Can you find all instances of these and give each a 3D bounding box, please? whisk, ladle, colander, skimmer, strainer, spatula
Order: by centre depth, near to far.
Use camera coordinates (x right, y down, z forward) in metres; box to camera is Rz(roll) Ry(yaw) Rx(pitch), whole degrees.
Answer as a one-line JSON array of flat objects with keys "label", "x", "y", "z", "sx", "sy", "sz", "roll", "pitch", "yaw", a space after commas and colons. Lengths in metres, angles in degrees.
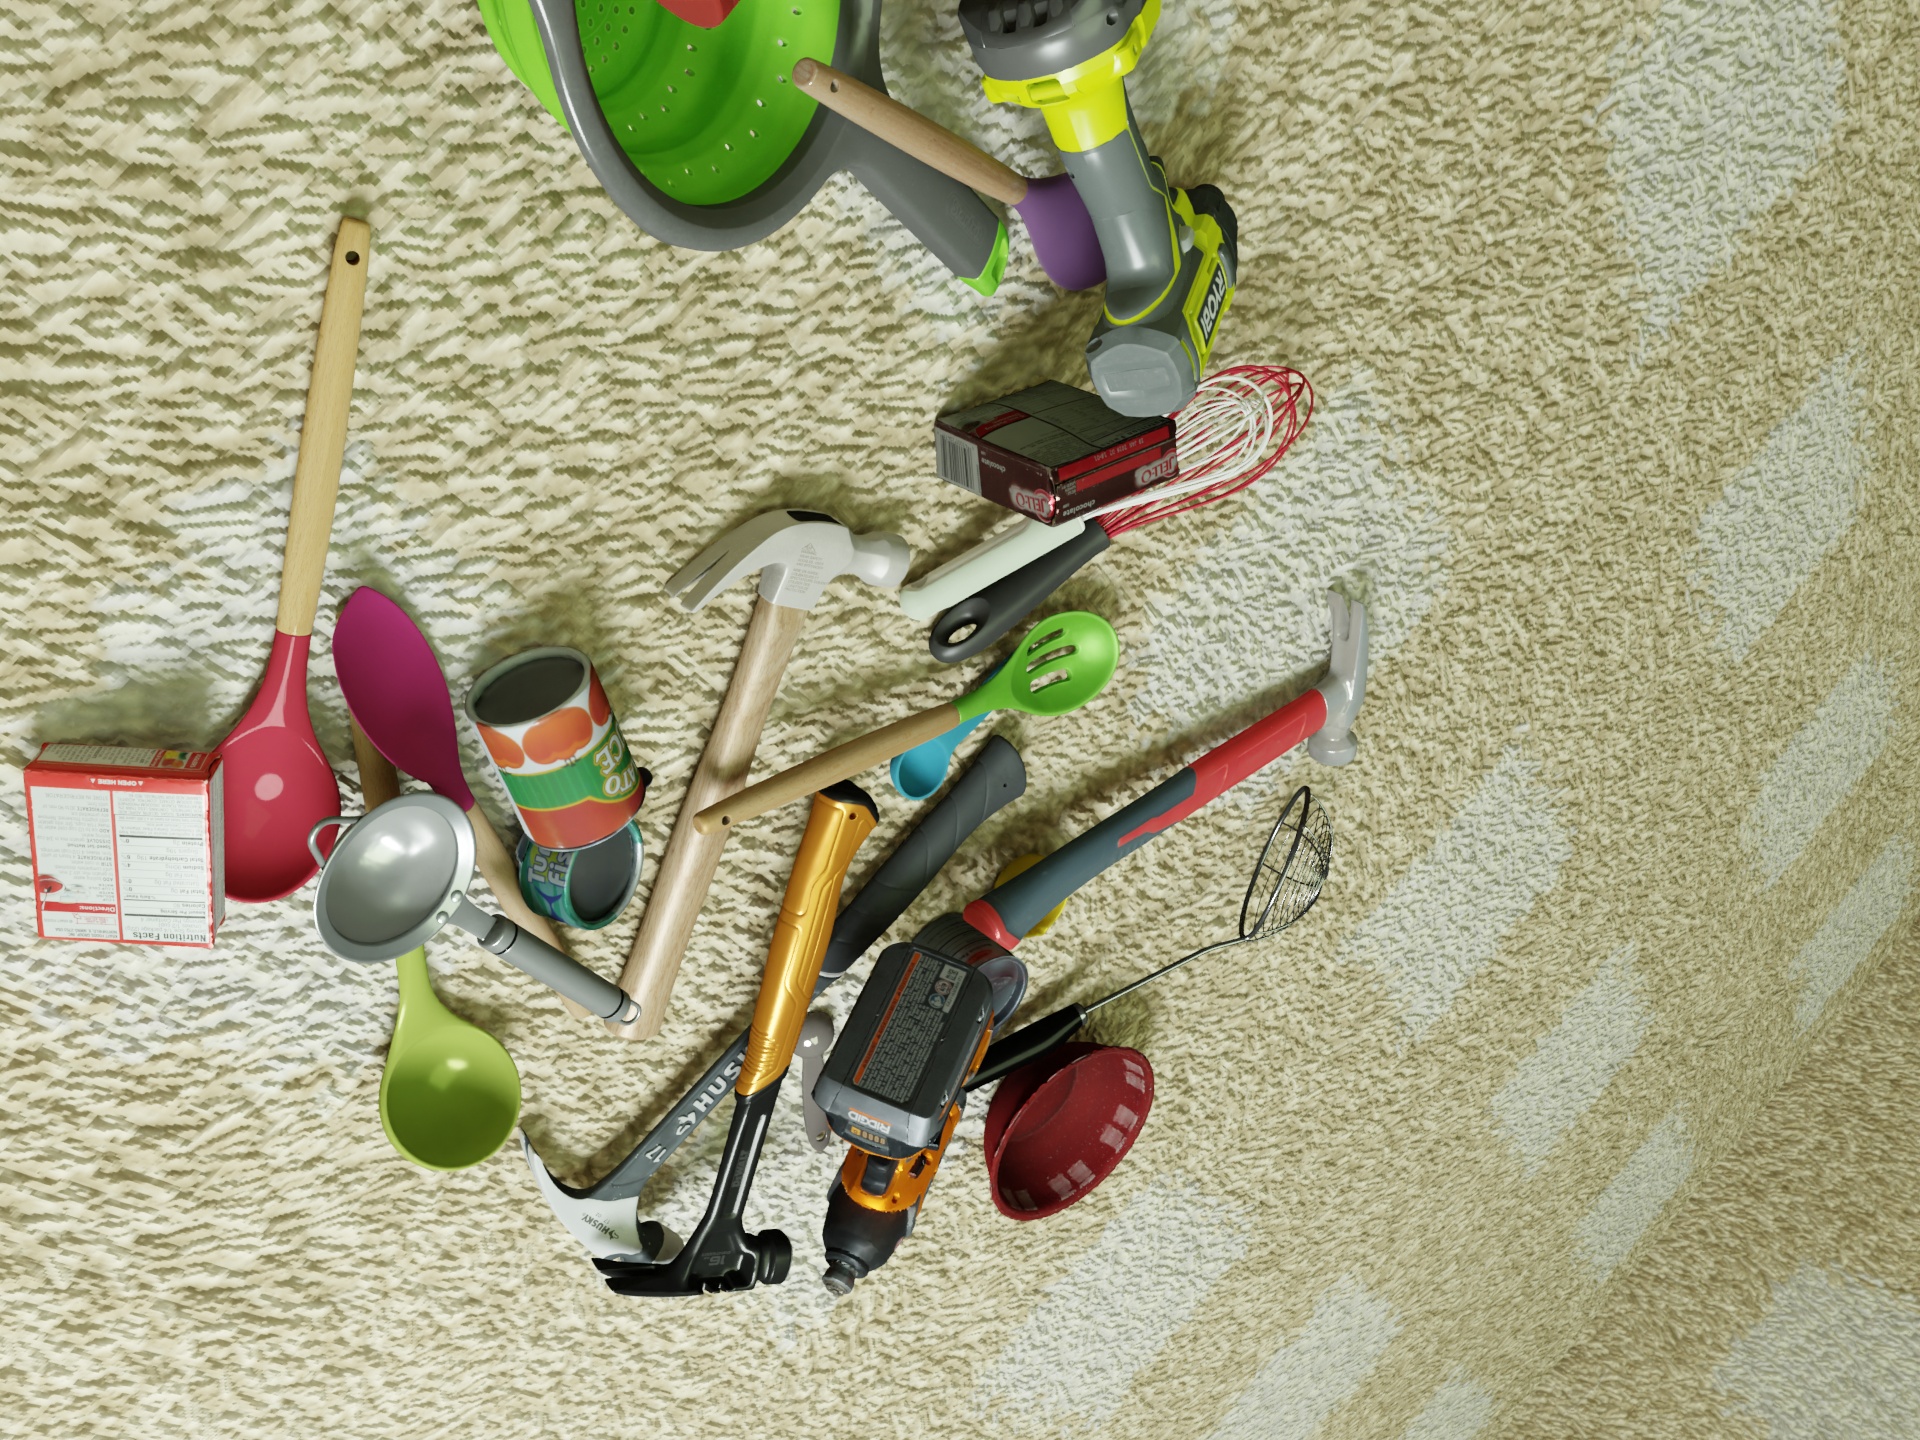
[{"label": "colander", "x": -0.090, "y": -0.284, "z": 0.705, "sx": 0.396, "sy": 0.094, "sz": 0.204, "roll": 21, "pitch": 87, "yaw": -64}, {"label": "ladle", "x": -0.294, "y": -0.064, "z": 0.707, "sx": 0.069, "sy": 0.031, "sz": 0.315, "roll": 6, "pitch": 110, "yaw": -31}, {"label": "spatula", "x": 0.014, "y": -0.265, "z": 0.781, "sx": 0.315, "sy": 0.018, "sz": 0.059, "roll": -2, "pitch": 116, "yaw": -61}, {"label": "strainer", "x": -0.239, "y": 0.104, "z": 0.795, "sx": 0.087, "sy": 0.050, "sz": 0.258, "roll": -57, "pitch": 140, "yaw": -13}, {"label": "ladle", "x": -0.276, "y": 0.095, "z": 0.804, "sx": 0.078, "sy": 0.062, "sz": 0.320, "roll": -29, "pitch": 131, "yaw": -43}, {"label": "whisk", "x": 0.073, "y": -0.126, "z": 0.929, "sx": 0.246, "sy": 0.058, "sz": 0.059, "roll": -29, "pitch": 112, "yaw": 1}, {"label": "whisk", "x": 0.099, "y": -0.128, "z": 0.979, "sx": 0.296, "sy": 0.073, "sz": 0.073, "roll": -38, "pitch": 135, "yaw": -9}, {"label": "skimmer", "x": 0.129, "y": 0.167, "z": 1.200, "sx": 0.363, "sy": 0.090, "sz": 0.127, "roll": -26, "pitch": 166, "yaw": -11}]

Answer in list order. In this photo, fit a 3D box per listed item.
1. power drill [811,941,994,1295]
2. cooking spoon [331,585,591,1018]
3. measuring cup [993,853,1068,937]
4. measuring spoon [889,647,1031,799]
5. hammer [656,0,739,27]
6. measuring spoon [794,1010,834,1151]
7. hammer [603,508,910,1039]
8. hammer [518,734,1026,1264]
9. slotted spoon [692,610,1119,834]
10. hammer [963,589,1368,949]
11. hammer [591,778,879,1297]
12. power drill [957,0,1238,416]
[{"label": "power drill", "x": -0.044, "y": 0.260, "z": 1.010, "sx": 0.226, "sy": 0.084, "sz": 0.164, "roll": 97, "pitch": 16, "yaw": -52}, {"label": "cooking spoon", "x": -0.247, "y": 0.060, "z": 0.815, "sx": 0.017, "sy": 0.069, "sz": 0.318, "roll": -2, "pitch": 136, "yaw": 12}, {"label": "measuring cup", "x": 0.083, "y": 0.100, "z": 1.135, "sx": 0.156, "sy": 0.029, "sz": 0.062, "roll": -30, "pitch": 130, "yaw": -34}, {"label": "measuring spoon", "x": -0.002, "y": -0.003, "z": 1.005, "sx": 0.128, "sy": 0.021, "sz": 0.042, "roll": -48, "pitch": 132, "yaw": -19}, {"label": "hammer", "x": -0.014, "y": -0.378, "z": 0.642, "sx": 0.359, "sy": 0.037, "sz": 0.149, "roll": -50, "pitch": 145, "yaw": -37}, {"label": "measuring spoon", "x": -0.095, "y": 0.250, "z": 1.079, "sx": 0.034, "sy": 0.018, "sz": 0.124, "roll": -21, "pitch": 126, "yaw": -29}, {"label": "hammer", "x": -0.139, "y": 0.037, "z": 0.899, "sx": 0.130, "sy": 0.031, "sz": 0.331, "roll": 7, "pitch": 111, "yaw": -43}, {"label": "hammer", "x": -0.103, "y": 0.167, "z": 1.004, "sx": 0.409, "sy": 0.036, "sz": 0.149, "roll": -48, "pitch": 128, "yaw": -8}, {"label": "slotted spoon", "x": -0.025, "y": 0.003, "z": 0.949, "sx": 0.314, "sy": 0.031, "sz": 0.070, "roll": -24, "pitch": 121, "yaw": -34}, {"label": "hammer", "x": 0.155, "y": 0.040, "z": 1.120, "sx": 0.386, "sy": 0.038, "sz": 0.143, "roll": -29, "pitch": 131, "yaw": -31}, {"label": "hammer", "x": -0.121, "y": 0.194, "z": 0.961, "sx": 0.127, "sy": 0.034, "sz": 0.337, "roll": 9, "pitch": 103, "yaw": -37}, {"label": "power drill", "x": 0.087, "y": -0.293, "z": 0.813, "sx": 0.223, "sy": 0.080, "sz": 0.171, "roll": 62, "pitch": 39, "yaw": -41}]
